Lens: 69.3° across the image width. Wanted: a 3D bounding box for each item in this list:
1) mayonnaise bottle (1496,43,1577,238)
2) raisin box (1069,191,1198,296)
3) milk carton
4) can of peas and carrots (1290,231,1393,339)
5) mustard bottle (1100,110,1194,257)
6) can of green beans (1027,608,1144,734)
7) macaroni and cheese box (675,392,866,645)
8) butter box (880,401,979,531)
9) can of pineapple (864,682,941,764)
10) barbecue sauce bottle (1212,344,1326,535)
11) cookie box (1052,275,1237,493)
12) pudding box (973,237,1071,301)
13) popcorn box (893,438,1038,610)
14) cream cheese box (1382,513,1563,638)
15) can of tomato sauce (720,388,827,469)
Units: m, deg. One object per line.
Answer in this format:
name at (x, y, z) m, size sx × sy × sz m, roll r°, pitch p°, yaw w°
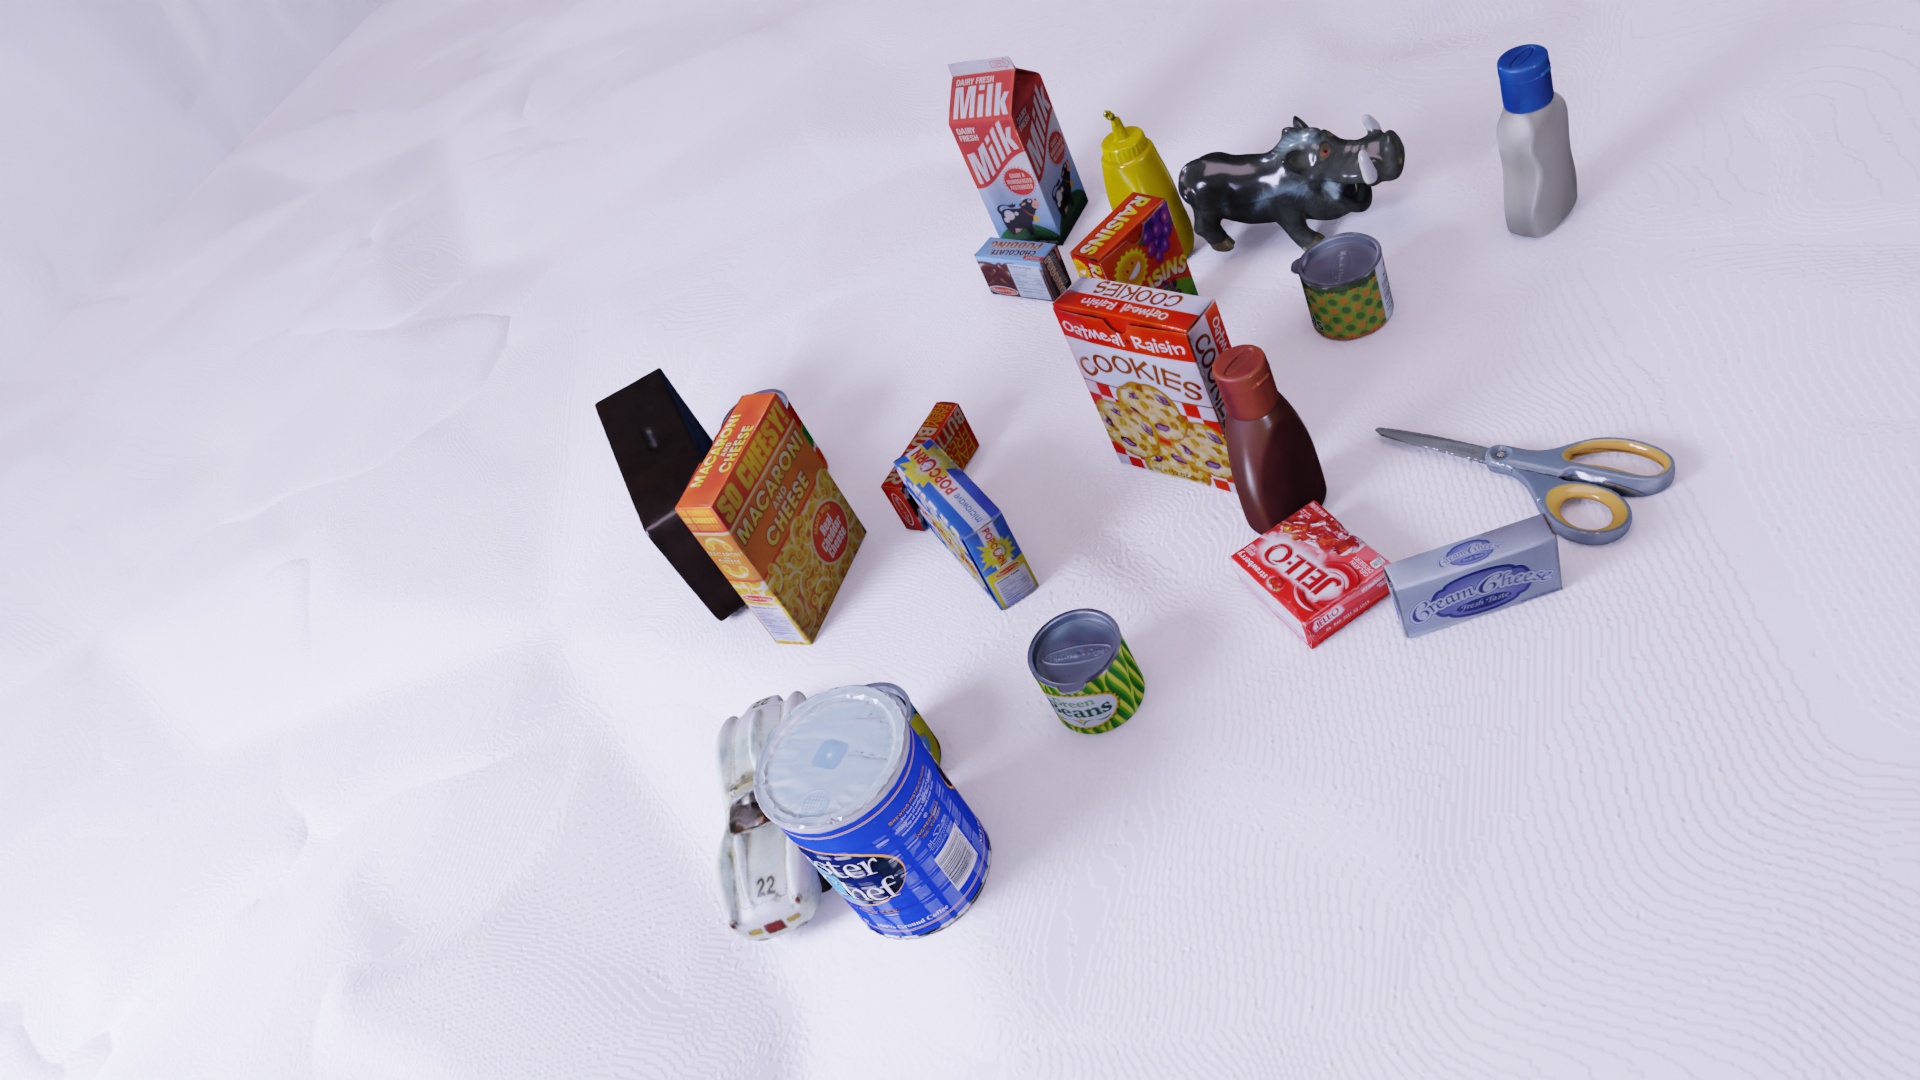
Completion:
mayonnaise bottle at (0.443, -0.309, 1.073) m, size 0.065 × 0.147 × 0.041 m, roll -45°, pitch 43°, yaw -17°
raisin box at (0.150, -0.217, 1.167) m, size 0.086 × 0.123 × 0.040 m, roll -45°, pitch 43°, yaw -16°
milk carton at (0.051, -0.379, 1.336) m, size 0.072 × 0.189 × 0.074 m, roll 4°, pitch 51°, yaw 33°
can of peas and carrots at (0.306, -0.202, 1.112) m, size 0.071 × 0.058 × 0.071 m, roll -16°, pitch 43°, yaw 16°
mustard bottle at (0.159, -0.316, 1.233) m, size 0.049 × 0.159 × 0.065 m, roll -43°, pitch 42°, yaw -15°
can of green beans at (0.086, 0.090, 0.945) m, size 0.071 × 0.057 × 0.071 m, roll -16°, pitch 43°, yaw 16°
macaroni and cheese box at (-0.147, -0.015, 1.102) m, size 0.040 × 0.165 × 0.124 m, roll -1°, pitch 49°, yaw 30°
butter box at (-0.024, -0.063, 1.166) m, size 0.024 × 0.053 × 0.104 m, roll 8°, pitch 53°, yaw 35°
can of pineapple at (-0.055, 0.144, 0.971) m, size 0.071 × 0.057 × 0.071 m, roll -16°, pitch 43°, yaw 16°
barbecue sauce bottle at (0.212, -0.070, 0.964) m, size 0.065 × 0.148 × 0.044 m, roll -44°, pitch 43°, yaw -16°
cookie box at (0.150, -0.113, 1.029) m, size 0.123 × 0.166 × 0.040 m, roll 19°, pitch 61°, yaw 41°
pudding box at (0.059, -0.257, 1.317) m, size 0.084 × 0.049 × 0.030 m, roll 15°, pitch 58°, yaw 40°
popcorn box at (0.004, -0.013, 1.075) m, size 0.038 × 0.085 × 0.127 m, roll -35°, pitch 41°, yaw -6°
cream cheese box at (0.324, 0.024, 0.878) m, size 0.104 × 0.053 × 0.024 m, roll -20°, pitch 42°, yaw 12°
can of tomato sauce at (-0.165, -0.082, 1.243) m, size 0.071 × 0.082 × 0.071 m, roll -16°, pitch 43°, yaw 16°
